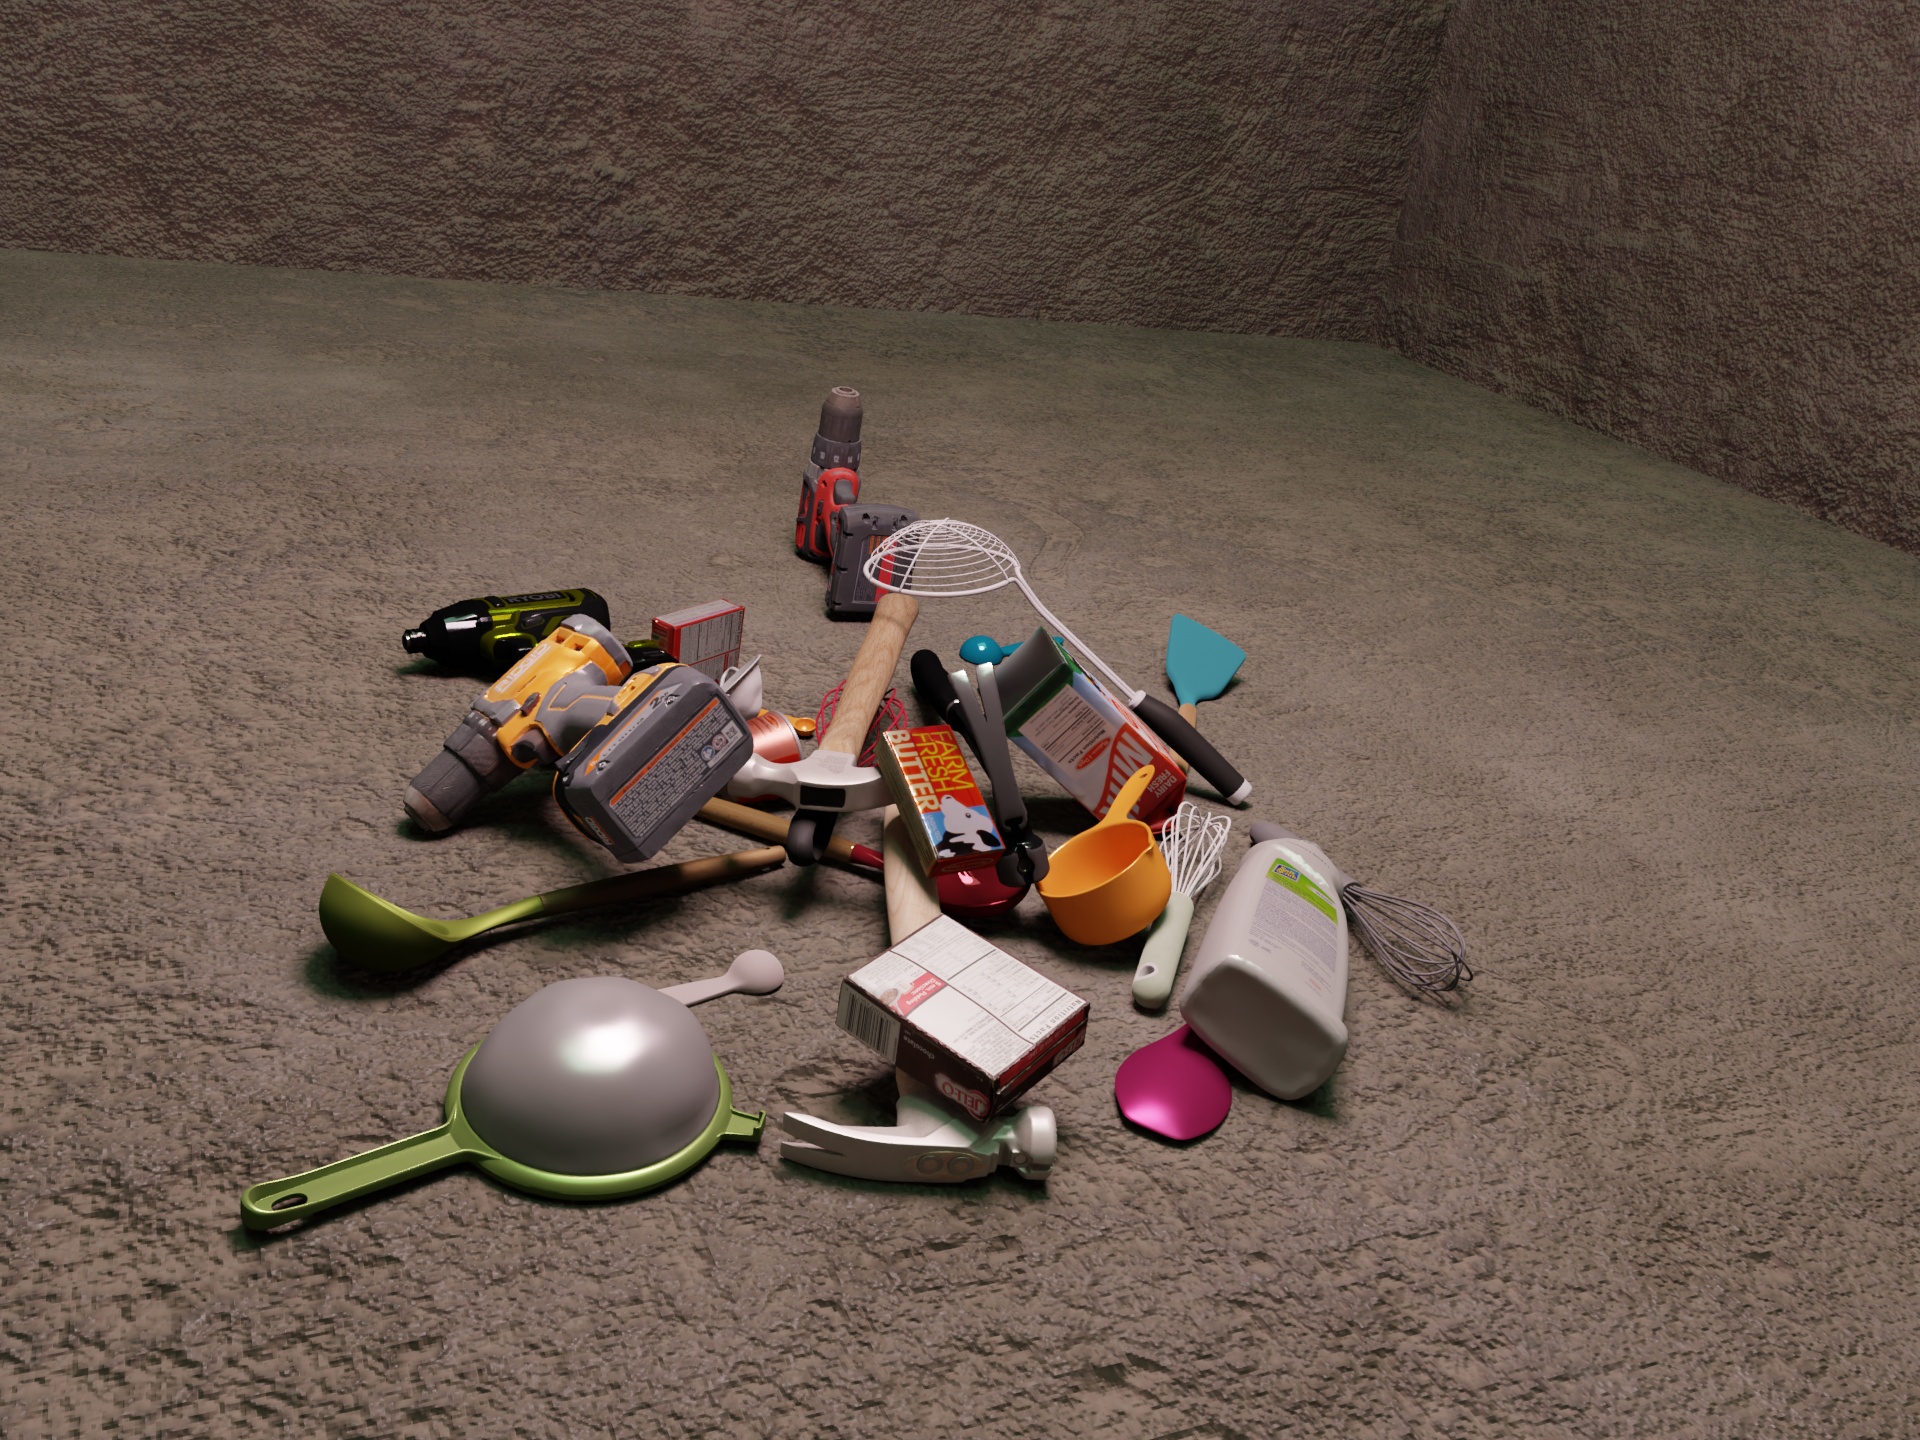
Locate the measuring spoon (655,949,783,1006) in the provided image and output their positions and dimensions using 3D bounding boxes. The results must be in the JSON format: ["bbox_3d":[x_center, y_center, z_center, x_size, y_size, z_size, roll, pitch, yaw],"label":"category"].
[{"bbox_3d":[-0.162,0.159,0.961,0.124,0.018,0.034,-10,31,-35],"label":"measuring spoon"}]

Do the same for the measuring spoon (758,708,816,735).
[{"bbox_3d":[-0.176,-0.002,1.327,0.117,0.011,0.021,10,34,11],"label":"measuring spoon"}]

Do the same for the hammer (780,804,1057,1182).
[{"bbox_3d":[-0.037,0.126,1.007,0.146,0.038,0.411,4,30,-8],"label":"hammer"}]

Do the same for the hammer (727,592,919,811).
[{"bbox_3d":[-0.070,-0.022,1.190,0.130,0.031,0.331,8,27,4],"label":"hammer"}]

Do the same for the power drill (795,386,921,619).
[{"bbox_3d":[-0.111,-0.222,1.625,0.080,0.187,0.227,1,29,-21],"label":"power drill"}]

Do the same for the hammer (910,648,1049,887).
[{"bbox_3d":[-0.002,-0.004,1.235,0.036,0.149,0.409,-16,15,-5],"label":"hammer"}]

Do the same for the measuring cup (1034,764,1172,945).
[{"bbox_3d":[0.116,0.093,1.116,0.095,0.052,0.174,-16,20,32],"label":"measuring cup"}]

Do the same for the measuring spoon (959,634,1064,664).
[{"bbox_3d":[0.054,-0.078,1.558,0.128,0.021,0.042,-13,32,-38],"label":"measuring spoon"}]

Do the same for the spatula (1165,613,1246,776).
[{"bbox_3d":[0.207,-0.008,1.433,0.082,0.044,0.318,30,26,-2],"label":"spatula"}]

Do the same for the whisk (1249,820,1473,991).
[{"bbox_3d":[0.286,0.128,1.164,0.055,0.055,0.239,-3,22,-26],"label":"whisk"}]

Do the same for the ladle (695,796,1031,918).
[{"bbox_3d":[-0.099,0.087,1.135,0.315,0.031,0.069,15,25,18],"label":"ladle"}]

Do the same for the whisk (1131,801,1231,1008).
[{"bbox_3d":[0.153,0.127,1.120,0.058,0.059,0.246,-21,17,25],"label":"whisk"}]

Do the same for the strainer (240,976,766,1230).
[{"bbox_3d":[-0.234,0.186,0.809,0.256,0.069,0.152,-12,33,-40],"label":"strainer"}]

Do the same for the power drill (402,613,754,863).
[{"bbox_3d":[-0.263,0.022,1.056,0.185,0.084,0.226,-47,38,-20],"label":"power drill"}]

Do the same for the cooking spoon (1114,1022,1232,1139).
[{"bbox_3d":[0.169,0.177,1.040,0.069,0.017,0.319,19,26,16],"label":"cooking spoon"}]

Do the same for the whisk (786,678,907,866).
[{"bbox_3d":[-0.089,0.034,1.173,0.073,0.073,0.296,11,23,3],"label":"whisk"}]

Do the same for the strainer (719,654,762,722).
[{"bbox_3d":[-0.191,-0.007,1.222,0.050,0.087,0.258,46,9,-3],"label":"strainer"}]

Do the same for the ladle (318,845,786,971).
[{"bbox_3d":[-0.245,0.102,1.016,0.320,0.062,0.078,-9,16,-41],"label":"ladle"}]

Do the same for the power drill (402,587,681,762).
[{"bbox_3d":[-0.336,-0.046,1.288,0.171,0.080,0.223,-10,27,-36],"label":"power drill"}]

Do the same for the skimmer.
[{"bbox_3d":[0.082,-0.040,1.319,0.363,0.090,0.127,42,28,-4],"label":"skimmer"}]
